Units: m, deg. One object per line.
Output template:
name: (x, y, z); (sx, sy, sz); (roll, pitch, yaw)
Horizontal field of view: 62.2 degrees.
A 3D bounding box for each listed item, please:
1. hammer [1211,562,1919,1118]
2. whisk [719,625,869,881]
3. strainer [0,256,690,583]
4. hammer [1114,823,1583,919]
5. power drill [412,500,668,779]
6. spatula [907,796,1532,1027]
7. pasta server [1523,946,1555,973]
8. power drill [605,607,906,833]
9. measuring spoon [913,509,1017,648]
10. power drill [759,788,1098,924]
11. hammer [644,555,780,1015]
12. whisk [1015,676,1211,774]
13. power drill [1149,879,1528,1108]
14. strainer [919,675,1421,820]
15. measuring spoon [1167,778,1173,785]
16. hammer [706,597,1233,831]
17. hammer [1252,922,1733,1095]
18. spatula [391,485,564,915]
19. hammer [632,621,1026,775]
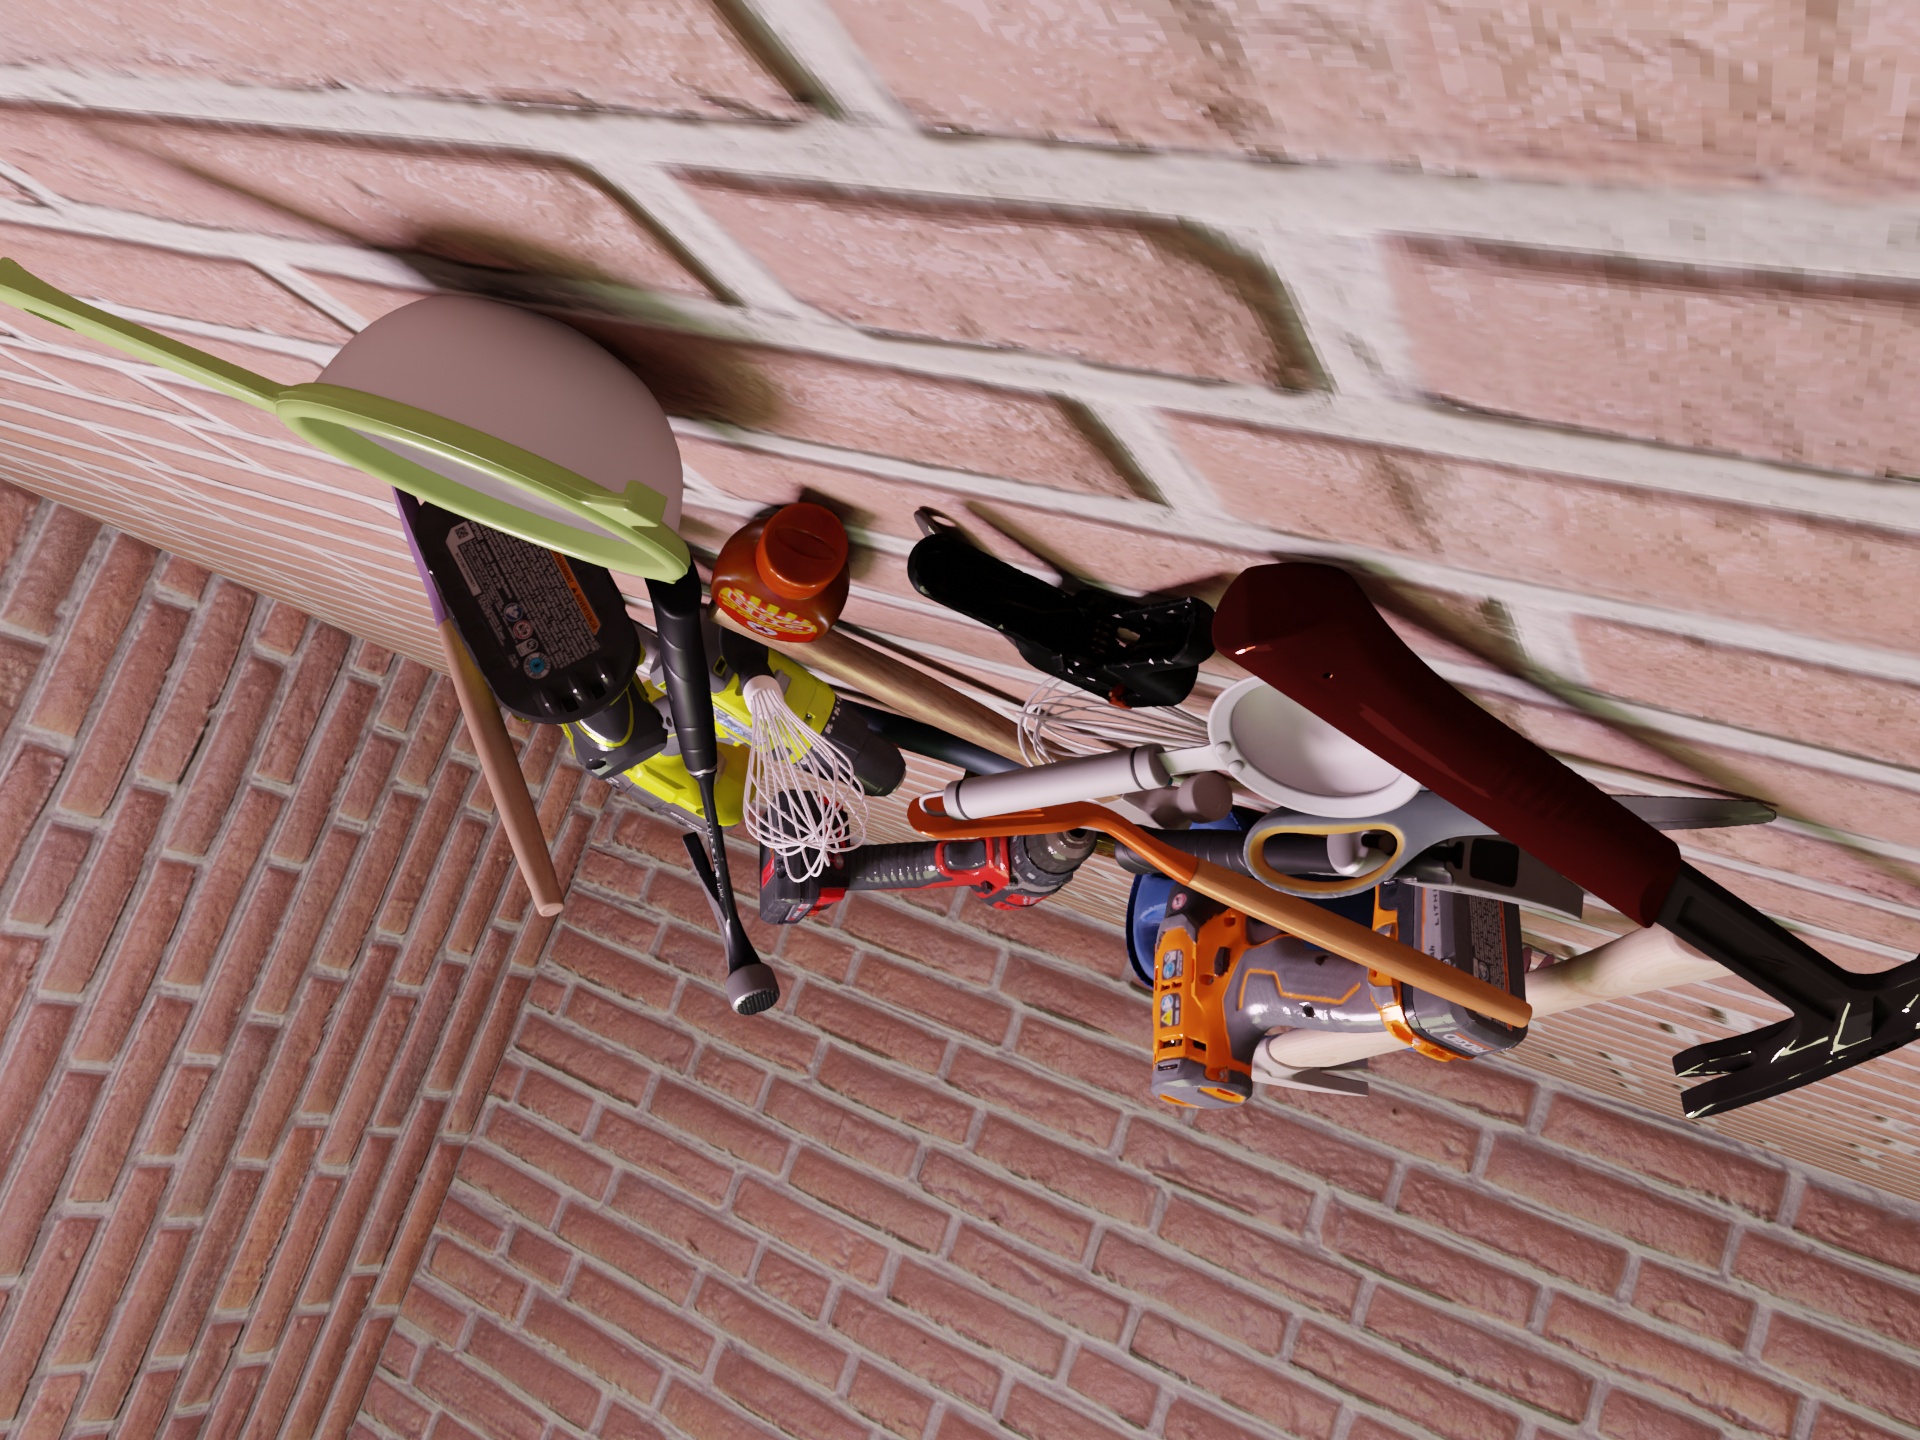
hammer: (0.228, 0.050, 0.589); (0.358, 0.037, 0.149); (29, 134, -23)
whisk: (-0.109, 0.000, 0.930); (0.070, 0.070, 0.285); (25, -162, -28)
strainer: (-0.207, -0.128, 0.566); (0.256, 0.069, 0.151); (22, 174, -6)
hammer: (0.178, 0.072, 0.848); (0.146, 0.035, 0.335); (11, 173, -20)
power drill: (-0.233, -0.059, 0.898); (0.171, 0.080, 0.223); (61, 171, 3)
spatula: (0.130, 0.090, 0.771); (0.322, 0.041, 0.081); (23, -173, -6)
pasta server: (0.311, 0.141, 1.234); (0.316, 0.040, 0.060); (24, 172, 4)
power drill: (-0.161, 0.014, 1.165); (0.190, 0.080, 0.228); (33, 151, -21)
measuring spoon: (0.009, -0.061, 0.675); (0.034, 0.018, 0.124); (43, 178, 30)
power drill: (-0.022, 0.095, 1.129); (0.226, 0.080, 0.188); (1, 164, -14)
hammer: (-0.166, 0.035, 1.033); (0.036, 0.149, 0.408); (-16, 145, -14)
whisk: (0.132, 0.015, 0.756); (0.246, 0.059, 0.057); (9, 170, 33)
power drill: (0.206, 0.131, 0.928); (0.084, 0.164, 0.226); (26, 146, -35)
strainer: (0.087, 0.015, 0.667); (0.258, 0.050, 0.086); (-12, 130, 33)
measuring spoon: (0.098, 0.042, 1.099); (0.042, 0.021, 0.129); (25, 169, -28)
hammer: (-0.002, -0.003, 0.975); (0.331, 0.031, 0.130); (26, 159, -17)
hammer: (0.311, 0.178, 0.964); (0.146, 0.038, 0.410); (14, 155, -22)
spatula: (-0.263, -0.032, 0.839); (0.059, 0.018, 0.316); (84, 161, -60)
hammer: (-0.107, -0.012, 1.207); (0.386, 0.038, 0.143); (16, 169, 31)
